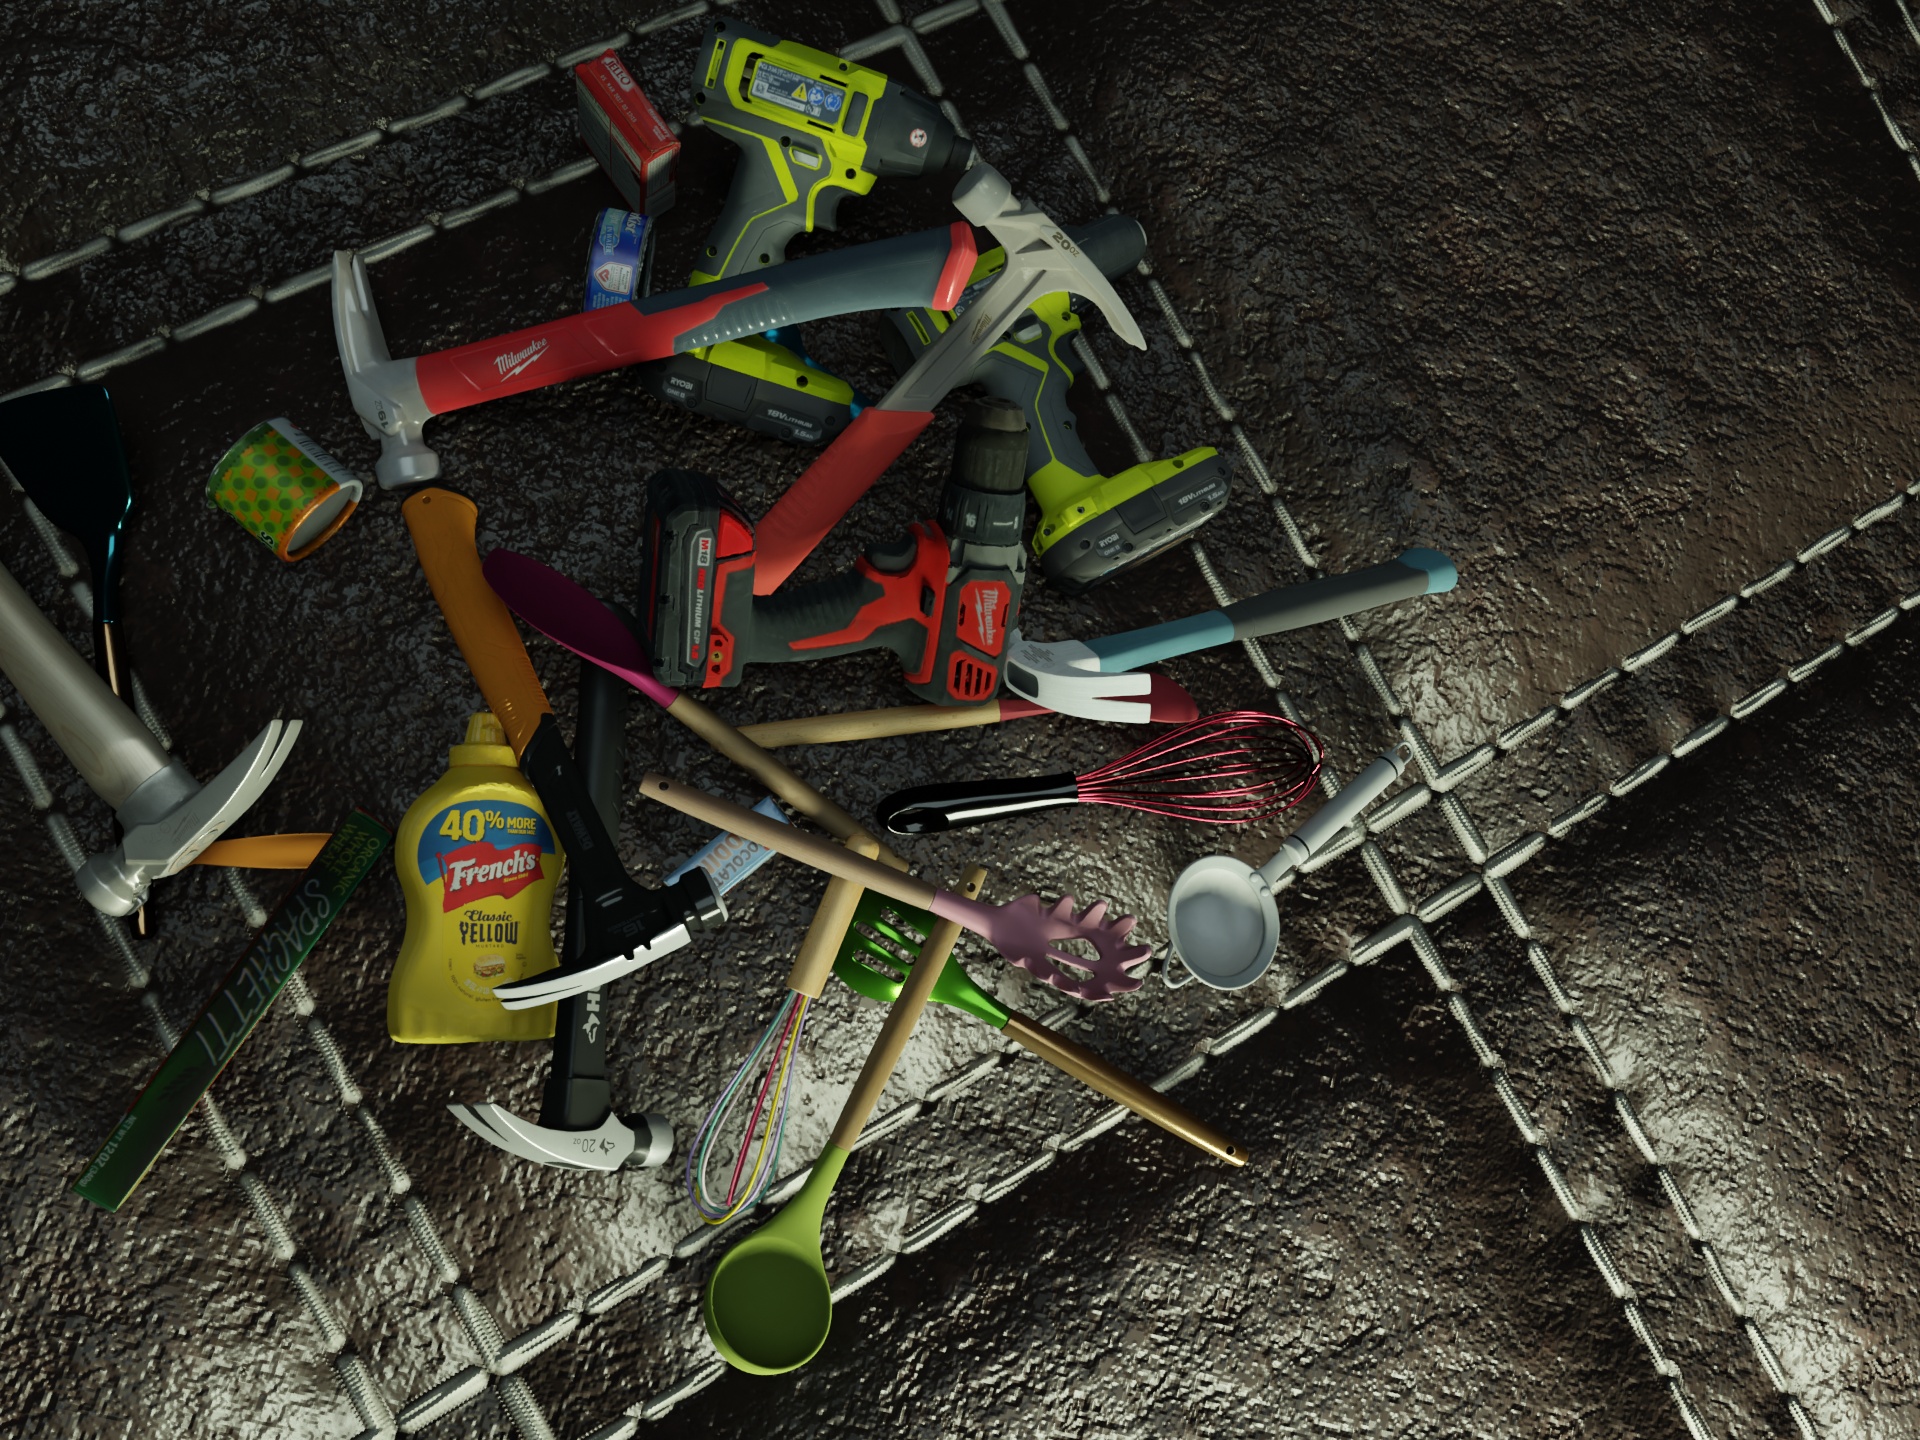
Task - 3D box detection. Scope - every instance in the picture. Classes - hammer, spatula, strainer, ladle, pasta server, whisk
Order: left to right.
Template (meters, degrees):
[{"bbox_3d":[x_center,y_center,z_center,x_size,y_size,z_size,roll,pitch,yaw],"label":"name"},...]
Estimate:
[{"bbox_3d":[-0.550,-0.089,0.893,0.146,0.038,0.410,-43,86,3],"label":"hammer"},{"bbox_3d":[-0.497,-0.031,0.916,0.082,0.044,0.317,-11,85,5],"label":"spatula"},{"bbox_3d":[-0.257,-0.001,0.908,0.127,0.034,0.337,-25,66,-13],"label":"hammer"},{"bbox_3d":[-0.220,0.089,0.931,0.035,0.146,0.335,-9,72,31],"label":"hammer"},{"bbox_3d":[-0.182,-0.245,0.927,0.386,0.038,0.143,-11,97,12],"label":"hammer"},{"bbox_3d":[-0.101,0.185,0.956,0.051,0.047,0.245,24,82,-10],"label":"whisk"},{"bbox_3d":[-0.057,0.231,0.944,0.078,0.062,0.320,29,82,-14],"label":"ladle"},{"bbox_3d":[-0.055,-0.155,0.971,0.359,0.037,0.149,-46,117,7],"label":"hammer"},{"bbox_3d":[-0.040,0.093,0.940,0.316,0.040,0.060,23,64,-4],"label":"pasta server"},{"bbox_3d":[-0.002,-0.003,1.016,0.315,0.069,0.031,-6,108,-7],"label":"ladle"},{"bbox_3d":[0.092,0.041,1.023,0.296,0.073,0.073,-8,83,-7],"label":"whisk"},{"bbox_3d":[0.183,-0.066,1.046,0.331,0.128,0.033,-15,122,-21],"label":"hammer"},{"bbox_3d":[0.215,0.092,1.050,0.258,0.050,0.087,-37,96,-21],"label":"strainer"}]

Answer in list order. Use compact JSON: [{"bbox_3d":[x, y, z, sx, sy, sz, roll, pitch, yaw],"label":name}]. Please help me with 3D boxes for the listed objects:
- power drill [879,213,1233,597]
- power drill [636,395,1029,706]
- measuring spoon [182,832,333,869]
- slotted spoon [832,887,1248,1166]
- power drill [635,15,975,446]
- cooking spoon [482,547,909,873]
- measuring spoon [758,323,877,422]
[{"bbox_3d":[0.080,-0.216,1.052,0.190,0.080,0.228,-29,85,-14],"label":"power drill"},{"bbox_3d":[-0.066,-0.101,0.930,0.226,0.080,0.187,1,113,-20],"label":"power drill"},{"bbox_3d":[-0.408,0.077,0.936,0.117,0.011,0.021,-1,87,-16],"label":"measuring spoon"},{"bbox_3d":[0.051,0.200,1.005,0.313,0.031,0.070,32,81,-7],"label":"slotted spoon"},{"bbox_3d":[-0.099,-0.290,0.976,0.171,0.080,0.223,16,105,-11],"label":"power drill"},{"bbox_3d":[-0.153,0.002,0.955,0.318,0.069,0.017,39,113,-19],"label":"cooking spoon"},{"bbox_3d":[-0.090,-0.226,1.043,0.128,0.021,0.042,37,76,-3],"label":"measuring spoon"}]
